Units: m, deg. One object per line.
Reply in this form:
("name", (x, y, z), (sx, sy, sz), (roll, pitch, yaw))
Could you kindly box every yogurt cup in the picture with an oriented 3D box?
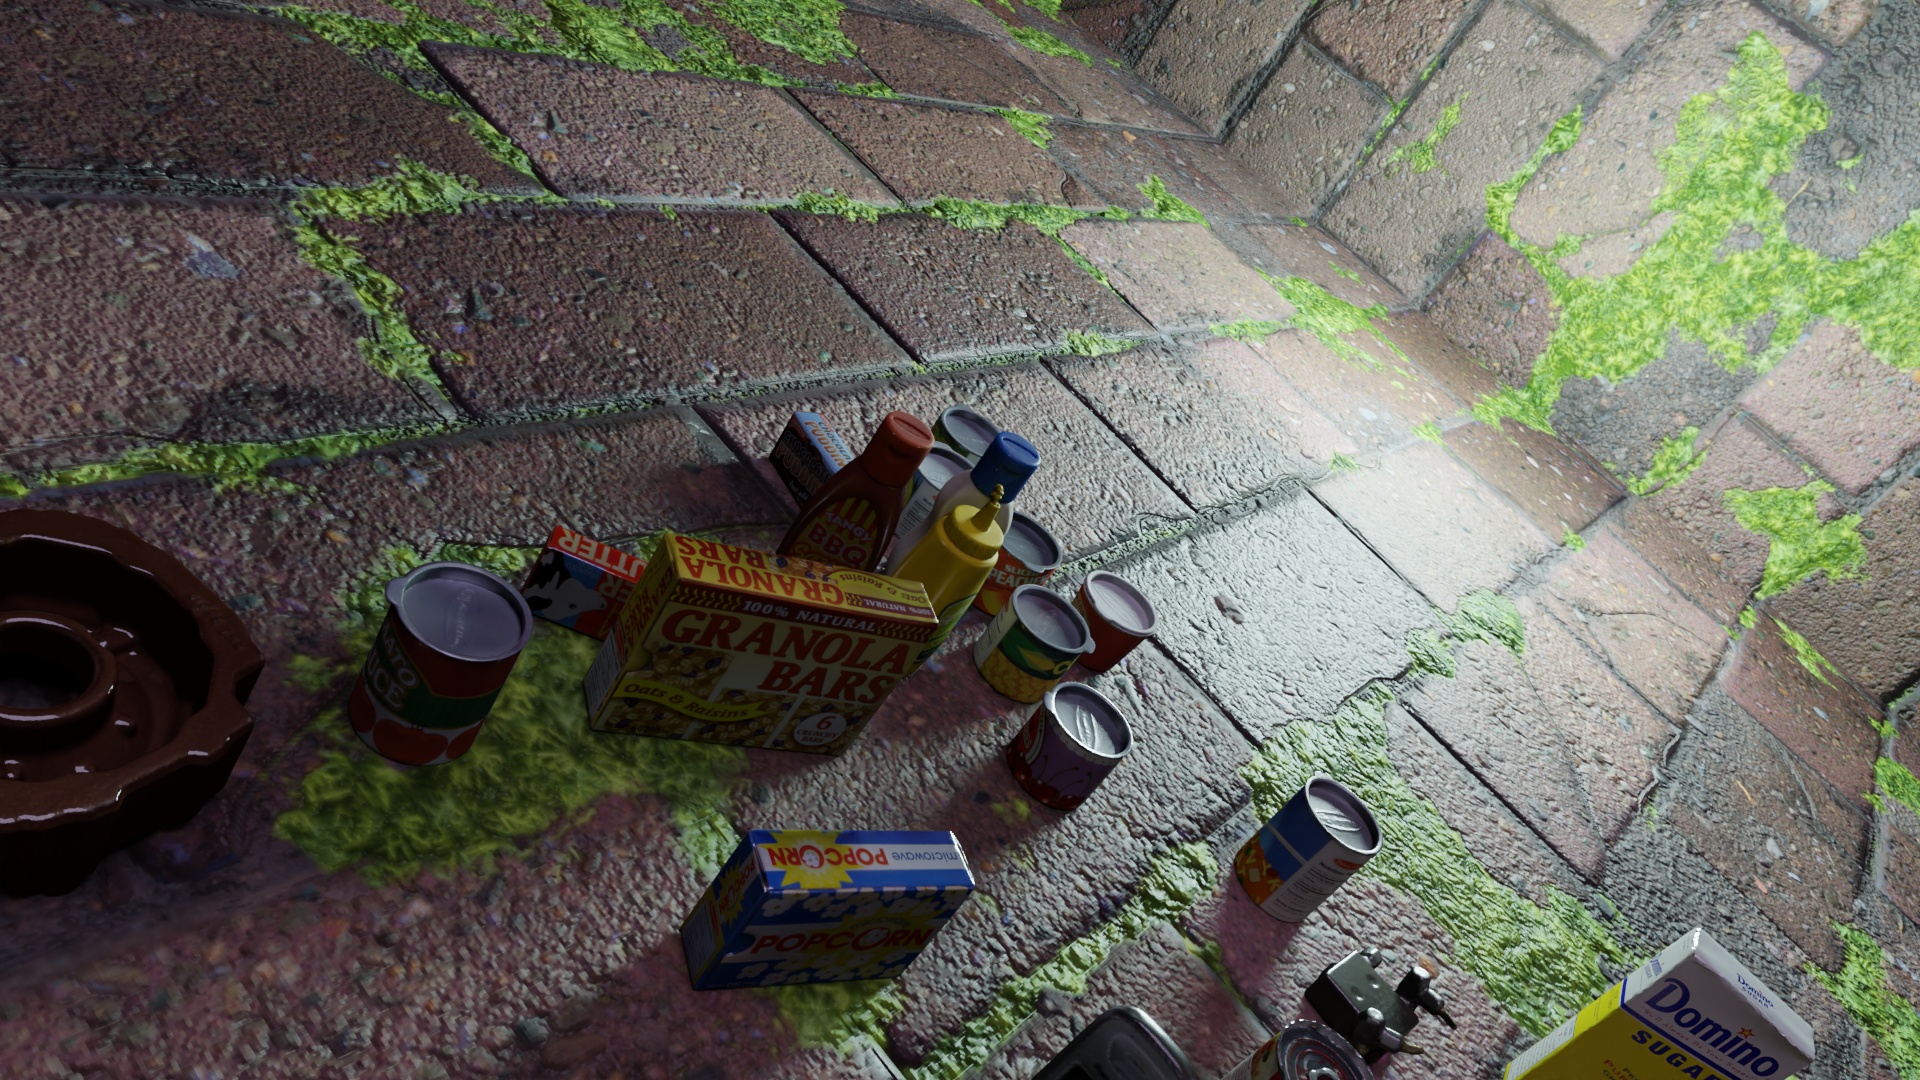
("yogurt cup", (0.112, 0.065, 1.087), (0.072, 0.053, 0.073), (25, 32, -17))

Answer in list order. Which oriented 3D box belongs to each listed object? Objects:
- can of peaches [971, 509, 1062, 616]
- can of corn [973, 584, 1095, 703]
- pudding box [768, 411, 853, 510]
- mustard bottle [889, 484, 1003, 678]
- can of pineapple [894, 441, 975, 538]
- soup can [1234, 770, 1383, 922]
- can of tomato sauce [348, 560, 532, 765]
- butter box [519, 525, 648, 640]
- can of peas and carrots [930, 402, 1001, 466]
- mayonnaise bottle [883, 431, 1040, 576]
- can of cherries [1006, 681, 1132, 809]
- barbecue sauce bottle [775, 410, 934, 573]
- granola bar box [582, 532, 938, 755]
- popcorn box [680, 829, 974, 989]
("can of peaches", (0.036, 0.020, 1.071), (0.071, 0.057, 0.071), (25, 32, -17))
("can of corn", (0.053, 0.077, 1.008), (0.071, 0.058, 0.071), (25, 32, -17))
("pudding box", (-0.105, -0.052, 1.040), (0.030, 0.049, 0.084), (0, 45, -45))
("mustard bottle", (-0.014, 0.025, 0.914), (0.049, 0.159, 0.065), (45, 31, 16))
("can of pineapple", (-0.021, -0.034, 1.090), (0.071, 0.057, 0.071), (25, 32, -17))
("soup can", (0.243, 0.216, 0.977), (0.071, 0.083, 0.072), (25, 32, -17))
("can of tomato sauce", (-0.262, 0.062, 0.694), (0.071, 0.082, 0.071), (25, 32, -17))
("butter box", (-0.202, 0.034, 0.821), (0.103, 0.053, 0.024), (24, 32, -19))
("can of peas and carrots", (-0.002, -0.070, 1.157), (0.071, 0.058, 0.071), (25, 32, -17))
("mayonnaise bottle", (0.004, -0.012, 0.995), (0.065, 0.147, 0.041), (28, 31, -12))
("can of cherries", (0.071, 0.138, 0.941), (0.071, 0.058, 0.072), (25, 32, -17))
("barbecue sauce bottle", (-0.069, -0.021, 0.936), (0.065, 0.147, 0.044), (31, 31, -8))
("granola bar box", (-0.114, 0.065, 0.796), (0.166, 0.123, 0.039), (12, 37, -34))
("popcorn box", (-0.067, 0.188, 0.710), (0.127, 0.084, 0.038), (10, 39, -37))
